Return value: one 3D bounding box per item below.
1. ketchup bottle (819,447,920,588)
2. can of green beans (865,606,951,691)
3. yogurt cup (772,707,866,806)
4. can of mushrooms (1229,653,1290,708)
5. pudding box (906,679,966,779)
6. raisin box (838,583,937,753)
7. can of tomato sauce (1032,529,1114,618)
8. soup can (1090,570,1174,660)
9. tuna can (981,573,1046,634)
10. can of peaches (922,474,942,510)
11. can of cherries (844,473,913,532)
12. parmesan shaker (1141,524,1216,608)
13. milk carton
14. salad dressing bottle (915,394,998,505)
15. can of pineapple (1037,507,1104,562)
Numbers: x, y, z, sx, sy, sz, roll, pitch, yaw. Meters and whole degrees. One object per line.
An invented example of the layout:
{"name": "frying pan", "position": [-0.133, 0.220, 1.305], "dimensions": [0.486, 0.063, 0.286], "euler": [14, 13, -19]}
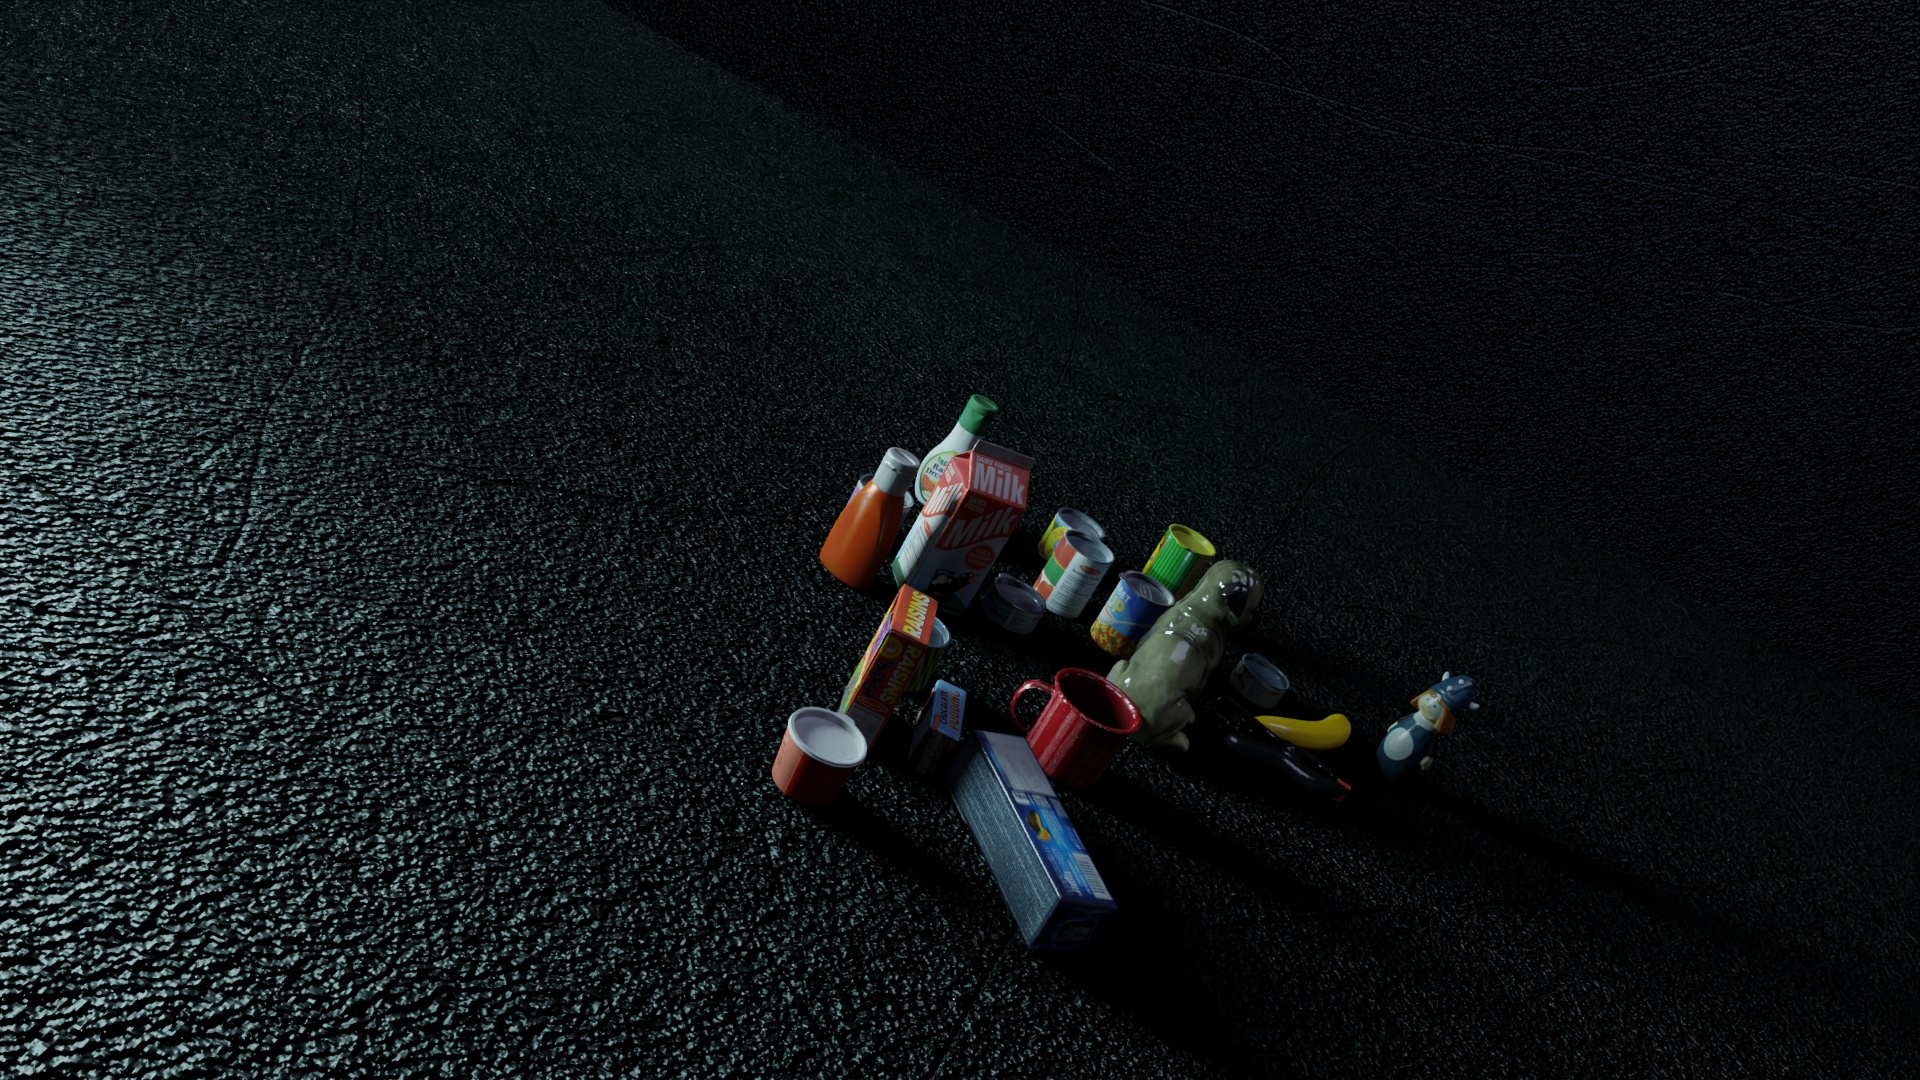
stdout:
{"name": "ketchup bottle", "position": [-0.089, -0.025, 1.425], "dimensions": [0.065, 0.148, 0.044], "euler": [39, 26, 22]}
{"name": "can of green beans", "position": [-0.051, 0.103, 1.328], "dimensions": [0.071, 0.057, 0.071], "euler": [24, 24, -12]}
{"name": "yogurt cup", "position": [-0.116, 0.176, 1.117], "dimensions": [0.072, 0.053, 0.073], "euler": [24, 24, -12]}
{"name": "can of mushrooms", "position": [0.361, 0.169, 1.677], "dimensions": [0.071, 0.033, 0.071], "euler": [24, 24, -11]}
{"name": "pudding box", "position": [-0.021, 0.168, 1.243], "dimensions": [0.030, 0.049, 0.084], "euler": [26, 24, -7]}
{"name": "raisin box", "position": [-0.066, 0.111, 1.214], "dimensions": [0.040, 0.123, 0.086], "euler": [27, 24, -6]}
{"name": "can of tomato sauce", "position": [0.131, 0.038, 1.622], "dimensions": [0.071, 0.082, 0.071], "euler": [24, 24, -12]}
{"name": "soup can", "position": [0.195, 0.086, 1.598], "dimensions": [0.071, 0.083, 0.071], "euler": [24, 24, -12]}
{"name": "tuna can", "position": [0.058, 0.070, 1.540], "dimensions": [0.071, 0.032, 0.071], "euler": [24, 24, -11]}
{"name": "can of peaches", "position": [-0.005, -0.038, 1.653], "dimensions": [0.071, 0.057, 0.071], "euler": [24, 24, -12]}
{"name": "can of cherries", "position": [-0.094, -0.032, 1.543], "dimensions": [0.071, 0.058, 0.072], "euler": [24, 24, -12]}
{"name": "parmesan shaker", "position": [0.264, 0.040, 1.739], "dimensions": [0.071, 0.102, 0.071], "euler": [24, 24, -12]}
{"name": "milk carton", "position": [0.005, -0.018, 1.464], "dimensions": [0.072, 0.189, 0.074], "euler": [18, 26, -25]}
{"name": "salad dressing bottle", "position": [-0.003, -0.106, 1.680], "dimensions": [0.064, 0.147, 0.044], "euler": [32, 24, 5]}
{"name": "can of pineapple", "position": [0.137, 0.001, 1.732], "dimensions": [0.071, 0.057, 0.071], "euler": [24, 24, -12]}
